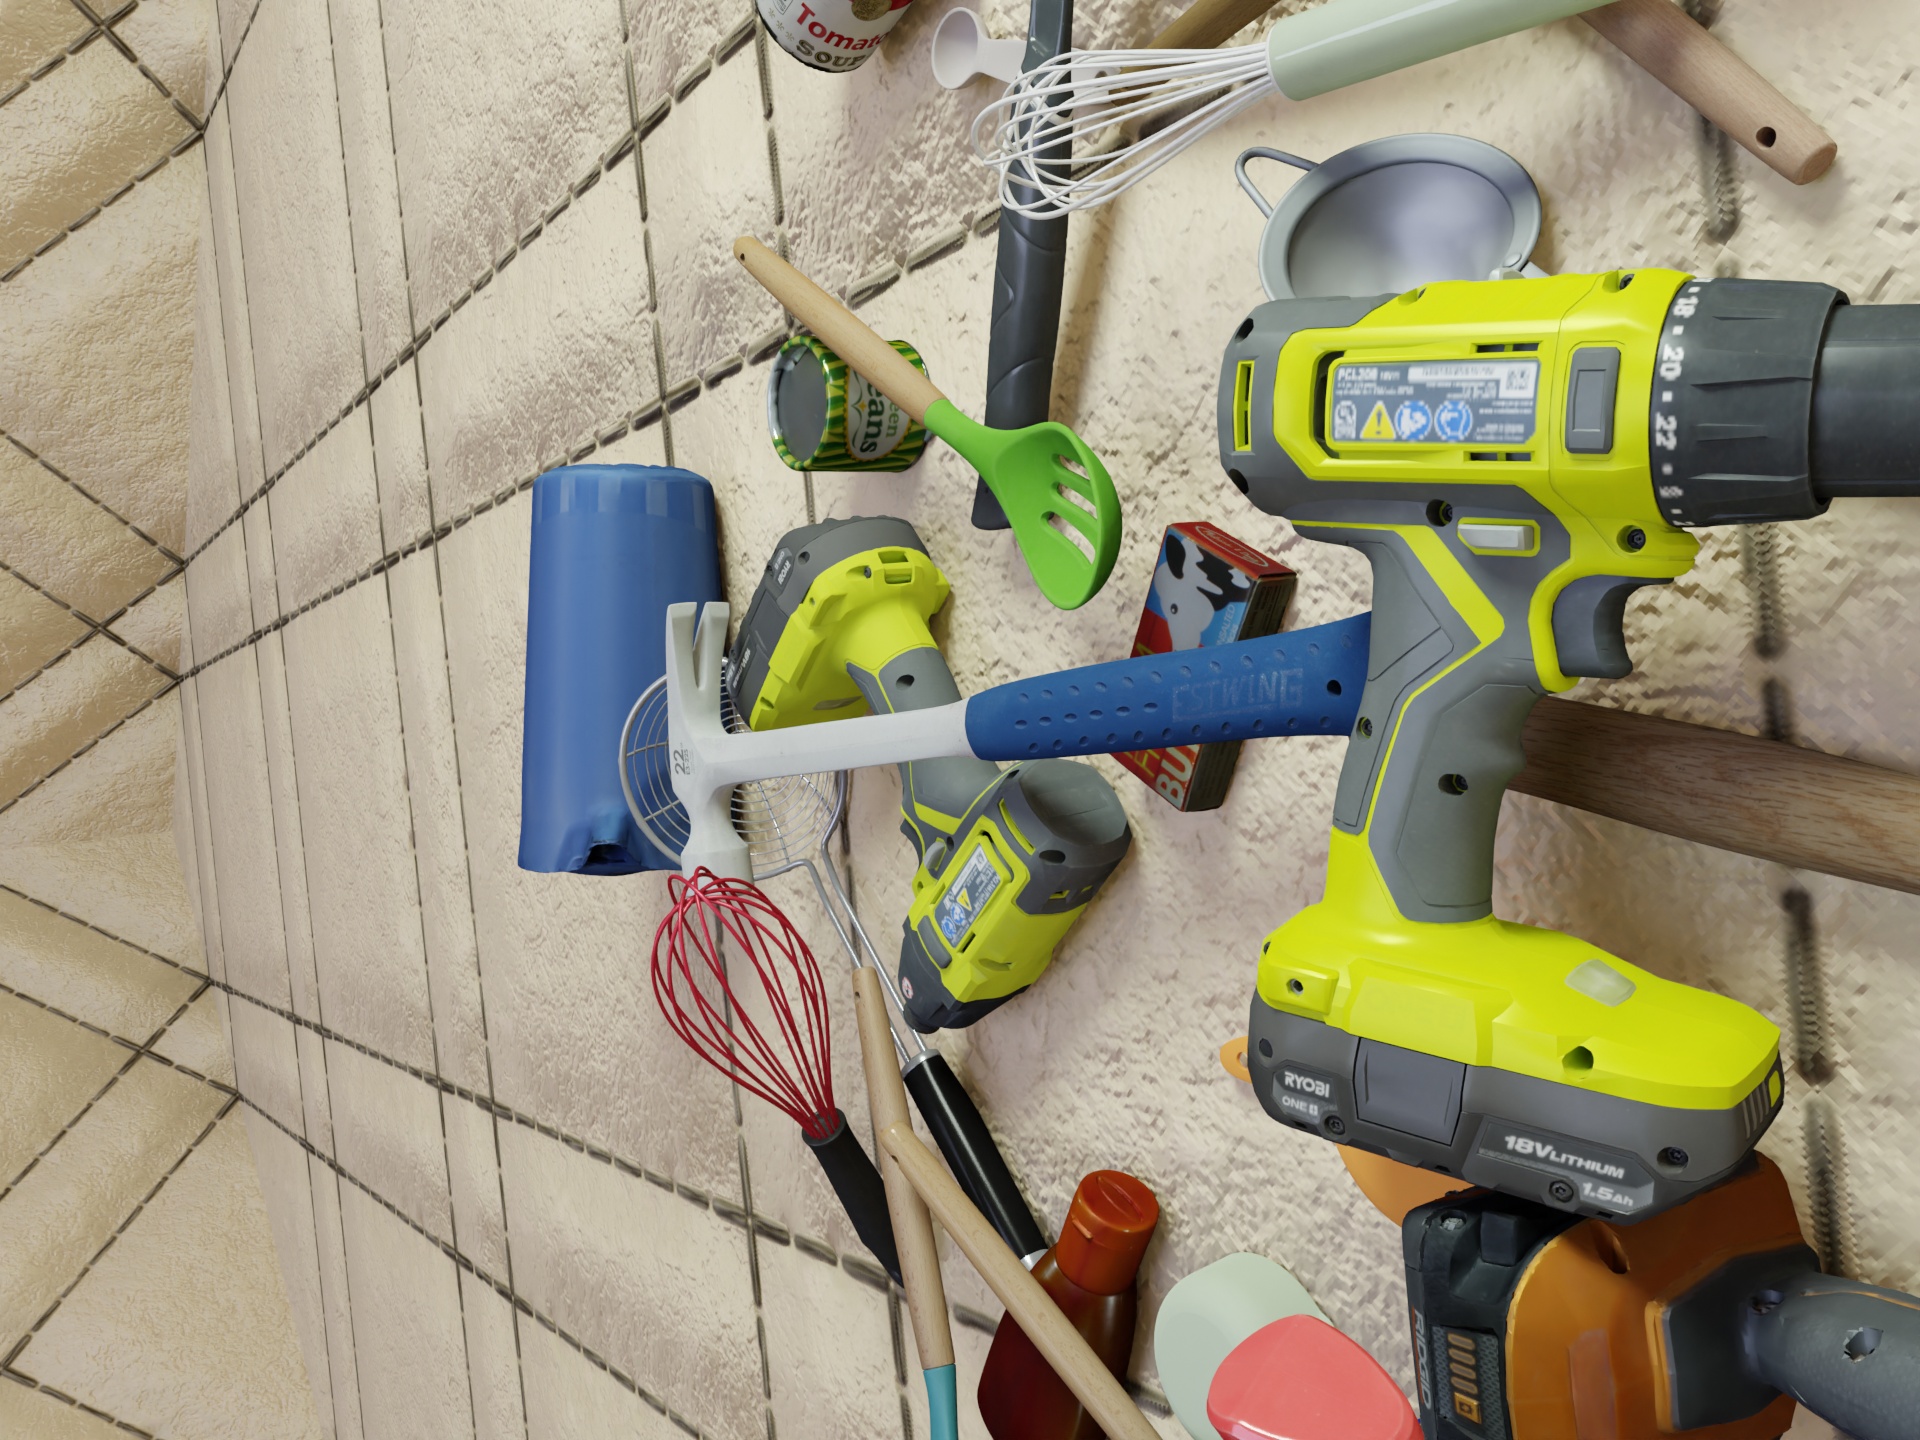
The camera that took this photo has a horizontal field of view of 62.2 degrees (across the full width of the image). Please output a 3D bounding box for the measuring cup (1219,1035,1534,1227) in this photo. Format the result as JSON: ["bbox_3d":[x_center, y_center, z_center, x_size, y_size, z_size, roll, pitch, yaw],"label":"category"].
[{"bbox_3d":[0.136,0.128,0.548,0.174,0.052,0.095,-8,88,54],"label":"measuring cup"}]

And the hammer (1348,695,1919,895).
[{"bbox_3d":[0.232,0.024,0.411,0.331,0.031,0.130,20,111,54],"label":"hammer"}]

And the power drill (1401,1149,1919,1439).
[{"bbox_3d":[0.200,0.159,0.346,0.226,0.185,0.084,-5,91,59],"label":"power drill"}]

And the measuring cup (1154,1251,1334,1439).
[{"bbox_3d":[0.122,0.291,0.605,0.083,0.038,0.168,-47,56,48],"label":"measuring cup"}]

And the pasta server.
[{"bbox_3d":[0.147,-0.260,0.490,0.317,0.040,0.060,60,151,30],"label":"pasta server"}]

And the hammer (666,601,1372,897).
[{"bbox_3d":[-0.001,-0.002,0.639,0.405,0.035,0.144,-8,90,47],"label":"hammer"}]

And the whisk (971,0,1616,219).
[{"bbox_3d":[0.098,-0.206,0.504,0.246,0.059,0.058,1,75,45],"label":"whisk"}]

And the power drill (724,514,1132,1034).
[{"bbox_3d":[-0.025,0.027,0.755,0.223,0.080,0.171,58,137,28],"label":"power drill"}]

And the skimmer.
[{"bbox_3d":[-0.064,0.123,0.810,0.127,0.090,0.364,-42,58,15],"label":"skimmer"}]

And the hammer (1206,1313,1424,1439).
[{"bbox_3d":[0.174,0.308,0.387,0.386,0.038,0.143,54,143,-3],"label":"hammer"}]

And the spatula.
[{"bbox_3d":[-0.007,0.267,0.730,0.082,0.044,0.318,-39,57,51],"label":"spatula"}]

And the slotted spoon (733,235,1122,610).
[{"bbox_3d":[-0.023,-0.147,0.692,0.314,0.031,0.070,46,140,38],"label":"slotted spoon"}]

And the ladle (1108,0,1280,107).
[{"bbox_3d":[0.125,-0.253,0.483,0.315,0.031,0.069,-5,109,66],"label":"ladle"}]

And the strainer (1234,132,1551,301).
[{"bbox_3d":[0.180,-0.117,0.460,0.087,0.050,0.259,-47,48,-7],"label":"strainer"}]

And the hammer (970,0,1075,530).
[{"bbox_3d":[0.030,-0.264,0.614,0.149,0.036,0.408,38,134,46],"label":"hammer"}]

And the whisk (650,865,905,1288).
[{"bbox_3d":[-0.073,0.184,0.767,0.073,0.073,0.295,29,149,51],"label":"whisk"}]

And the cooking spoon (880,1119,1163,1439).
[{"bbox_3d":[0.068,0.287,0.644,0.319,0.017,0.068,47,149,25],"label":"cooking spoon"}]

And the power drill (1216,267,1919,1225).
[{"bbox_3d":[0.158,0.001,0.408,0.191,0.080,0.228,9,102,38],"label":"power drill"}]

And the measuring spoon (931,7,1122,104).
[{"bbox_3d":[0.032,-0.280,0.682,0.124,0.018,0.034,34,120,41],"label":"measuring spoon"}]
